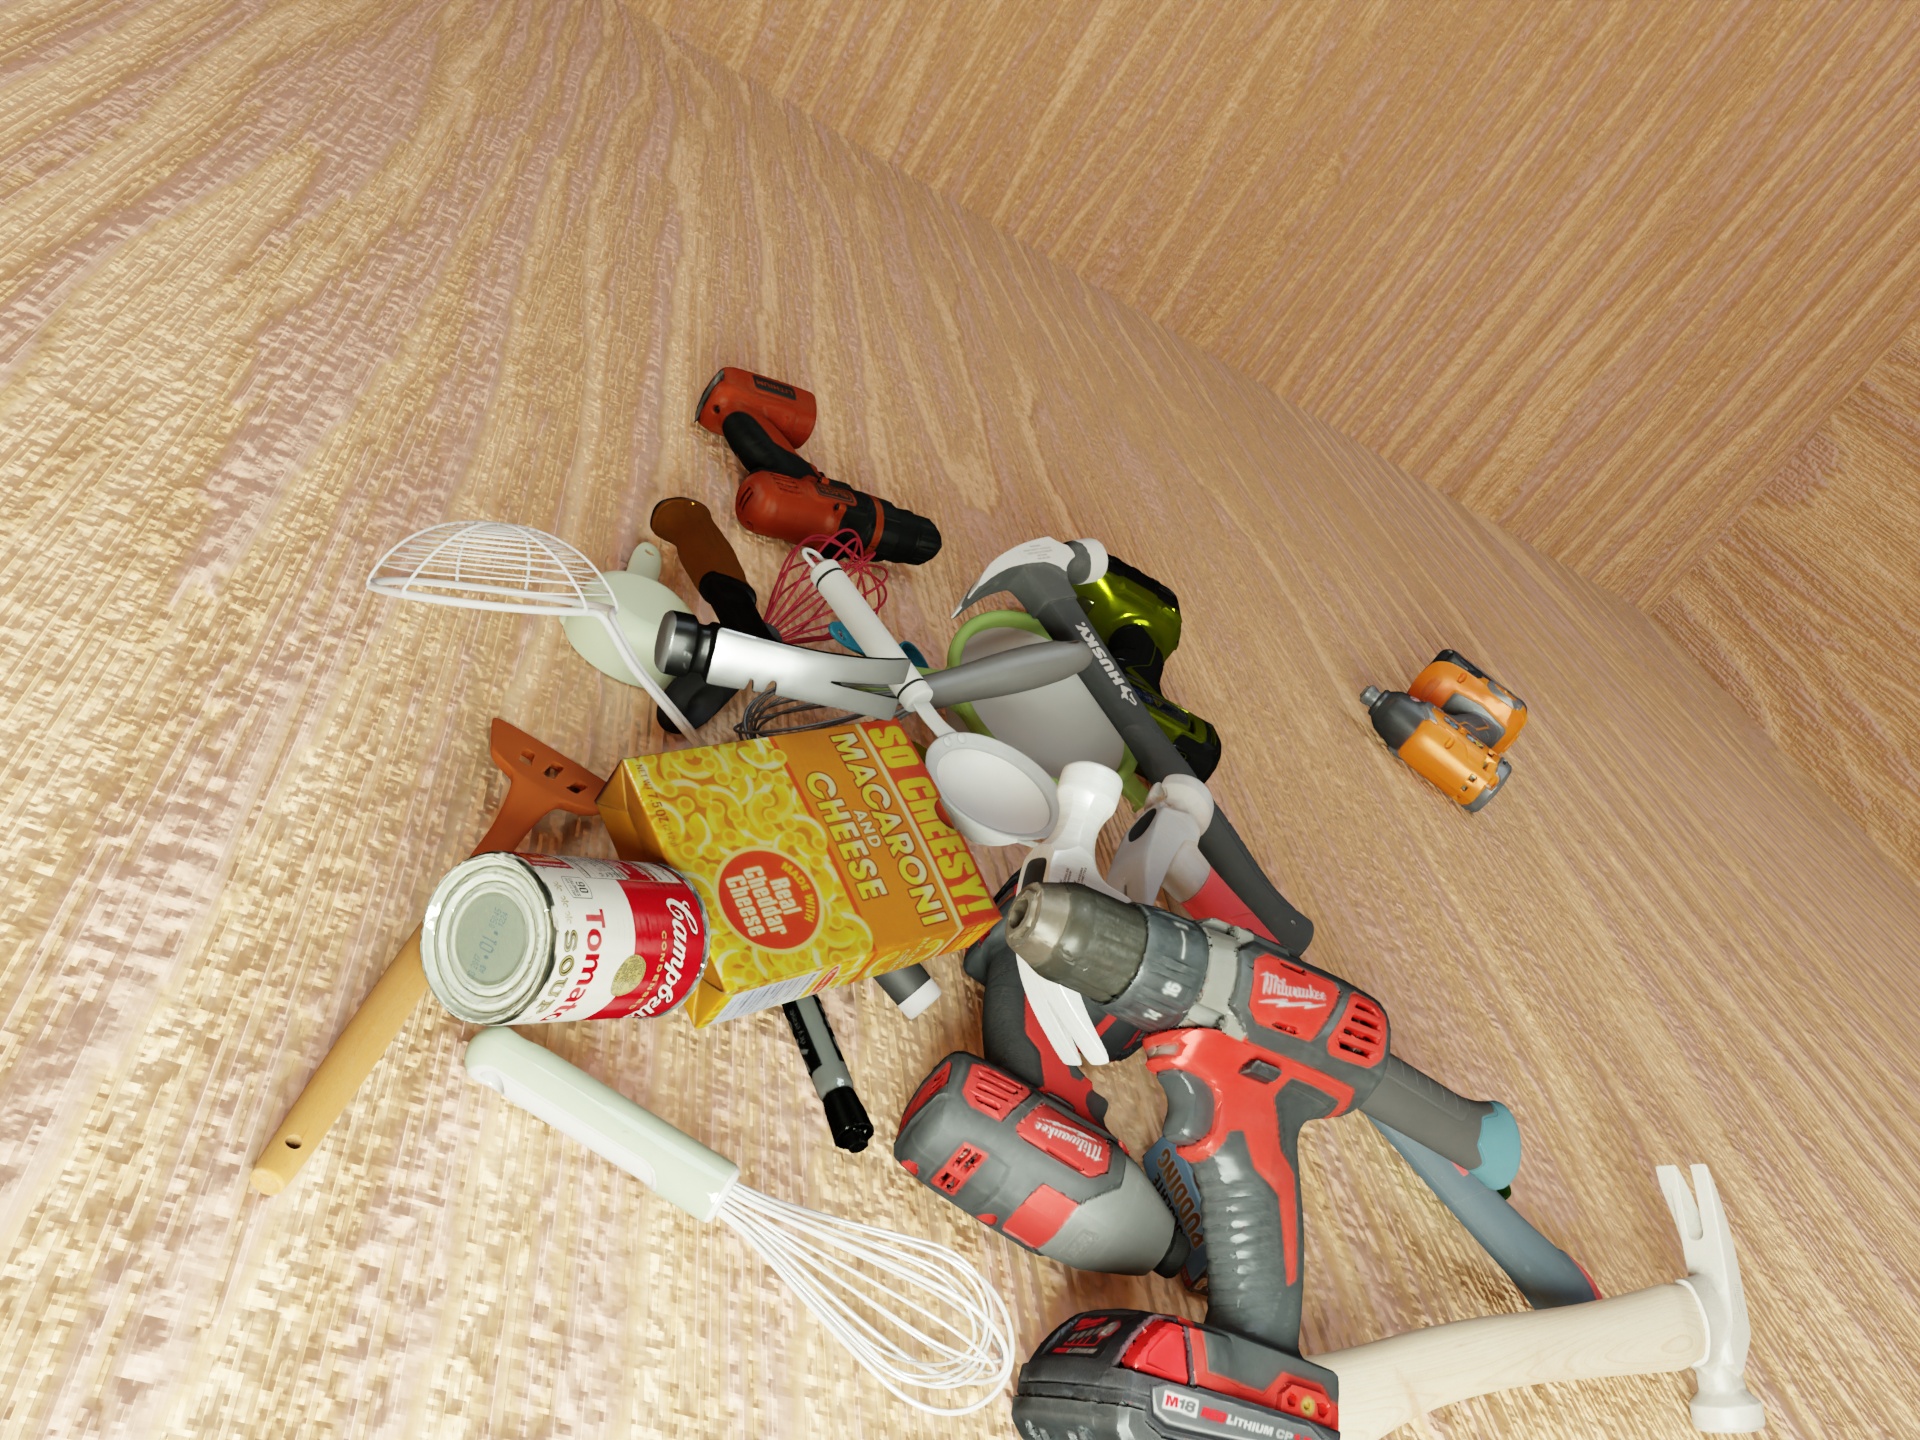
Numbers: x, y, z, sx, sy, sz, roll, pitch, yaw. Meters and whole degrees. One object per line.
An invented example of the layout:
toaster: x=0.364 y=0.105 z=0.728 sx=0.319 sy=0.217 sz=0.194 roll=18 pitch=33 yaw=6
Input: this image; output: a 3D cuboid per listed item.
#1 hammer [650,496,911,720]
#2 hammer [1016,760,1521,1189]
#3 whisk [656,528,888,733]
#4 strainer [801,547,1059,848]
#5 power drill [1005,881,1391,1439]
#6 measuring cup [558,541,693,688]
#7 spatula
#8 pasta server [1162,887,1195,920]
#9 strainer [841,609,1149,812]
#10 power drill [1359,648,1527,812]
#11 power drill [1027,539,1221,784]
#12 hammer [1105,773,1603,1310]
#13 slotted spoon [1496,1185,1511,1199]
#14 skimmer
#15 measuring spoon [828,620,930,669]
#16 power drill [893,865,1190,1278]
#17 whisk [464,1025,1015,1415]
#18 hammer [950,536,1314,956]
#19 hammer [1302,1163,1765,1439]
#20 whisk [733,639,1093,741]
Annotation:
hammer: x=-0.132 y=-0.079 z=0.930 sx=0.127 sy=0.034 sz=0.337 roll=12 pitch=16 yaw=-21
hammer: x=0.161 y=0.151 z=0.783 sx=0.330 sy=0.033 sz=0.128 roll=31 pitch=64 yaw=-23
whisk: x=-0.115 y=-0.057 z=1.008 sx=0.073 sy=0.073 sz=0.296 roll=36 pitch=30 yaw=2
strainer: x=-0.021 y=-0.007 z=0.904 sx=0.087 sy=0.050 sz=0.259 roll=-10 pitch=55 yaw=-46
power drill: x=0.086 y=0.186 z=0.659 sx=0.187 sy=0.080 sz=0.227 roll=25 pitch=61 yaw=-21
measuring cup: x=-0.193 y=-0.081 z=0.973 sx=0.083 sy=0.038 sz=0.168 roll=26 pitch=28 yaw=-19
spatula: x=-0.215 y=0.083 z=0.674 sx=0.081 sy=0.041 sz=0.323 roll=33 pitch=29 yaw=-10
pasta server: x=0.144 y=0.151 z=1.000 sx=0.060 sy=0.040 sz=0.316 roll=28 pitch=21 yaw=-16
strainer: x=-0.002 y=-0.003 z=1.048 sx=0.256 sy=0.069 sz=0.152 roll=8 pitch=51 yaw=-30
power drill: x=0.504 y=-0.002 z=1.663 sx=0.164 sy=0.084 sz=0.226 roll=39 pitch=29 yaw=11
power drill: x=0.114 y=-0.049 z=1.263 sx=0.171 sy=0.080 sz=0.223 roll=28 pitch=28 yaw=-15
hammer: x=0.219 y=0.205 z=0.863 sx=0.386 sy=0.038 sz=0.143 roll=48 pitch=31 yaw=-8
slotted spoon: x=0.227 y=0.183 z=1.015 sx=0.070 sy=0.031 sz=0.314 roll=-2 pitch=47 yaw=-54
skimmer: x=-0.158 y=0.030 z=0.829 sx=0.363 sy=0.090 sz=0.127 roll=48 pitch=12 yaw=5
measuring spoon: x=-0.058 y=-0.041 z=1.062 sx=0.128 sy=0.021 sz=0.042 roll=24 pitch=44 yaw=-58
power drill: x=0.055 y=0.173 z=0.788 sx=0.143 sy=0.078 sz=0.220 roll=32 pitch=27 yaw=-5
whisk: x=-0.086 y=0.189 z=0.616 sx=0.246 sy=0.057 sz=0.059 roll=31 pitch=49 yaw=2
hammer: x=0.121 y=0.018 z=1.043 sx=0.146 sy=0.035 sz=0.335 roll=-14 pitch=65 yaw=-44
hammer: x=0.286 y=0.311 z=0.811 sx=0.410 sy=0.038 sz=0.146 roll=9 pitch=69 yaw=-38
whisk: x=-0.022 y=-0.017 z=0.960 sx=0.239 sy=0.055 sz=0.055 roll=-15 pitch=48 yaw=-24
